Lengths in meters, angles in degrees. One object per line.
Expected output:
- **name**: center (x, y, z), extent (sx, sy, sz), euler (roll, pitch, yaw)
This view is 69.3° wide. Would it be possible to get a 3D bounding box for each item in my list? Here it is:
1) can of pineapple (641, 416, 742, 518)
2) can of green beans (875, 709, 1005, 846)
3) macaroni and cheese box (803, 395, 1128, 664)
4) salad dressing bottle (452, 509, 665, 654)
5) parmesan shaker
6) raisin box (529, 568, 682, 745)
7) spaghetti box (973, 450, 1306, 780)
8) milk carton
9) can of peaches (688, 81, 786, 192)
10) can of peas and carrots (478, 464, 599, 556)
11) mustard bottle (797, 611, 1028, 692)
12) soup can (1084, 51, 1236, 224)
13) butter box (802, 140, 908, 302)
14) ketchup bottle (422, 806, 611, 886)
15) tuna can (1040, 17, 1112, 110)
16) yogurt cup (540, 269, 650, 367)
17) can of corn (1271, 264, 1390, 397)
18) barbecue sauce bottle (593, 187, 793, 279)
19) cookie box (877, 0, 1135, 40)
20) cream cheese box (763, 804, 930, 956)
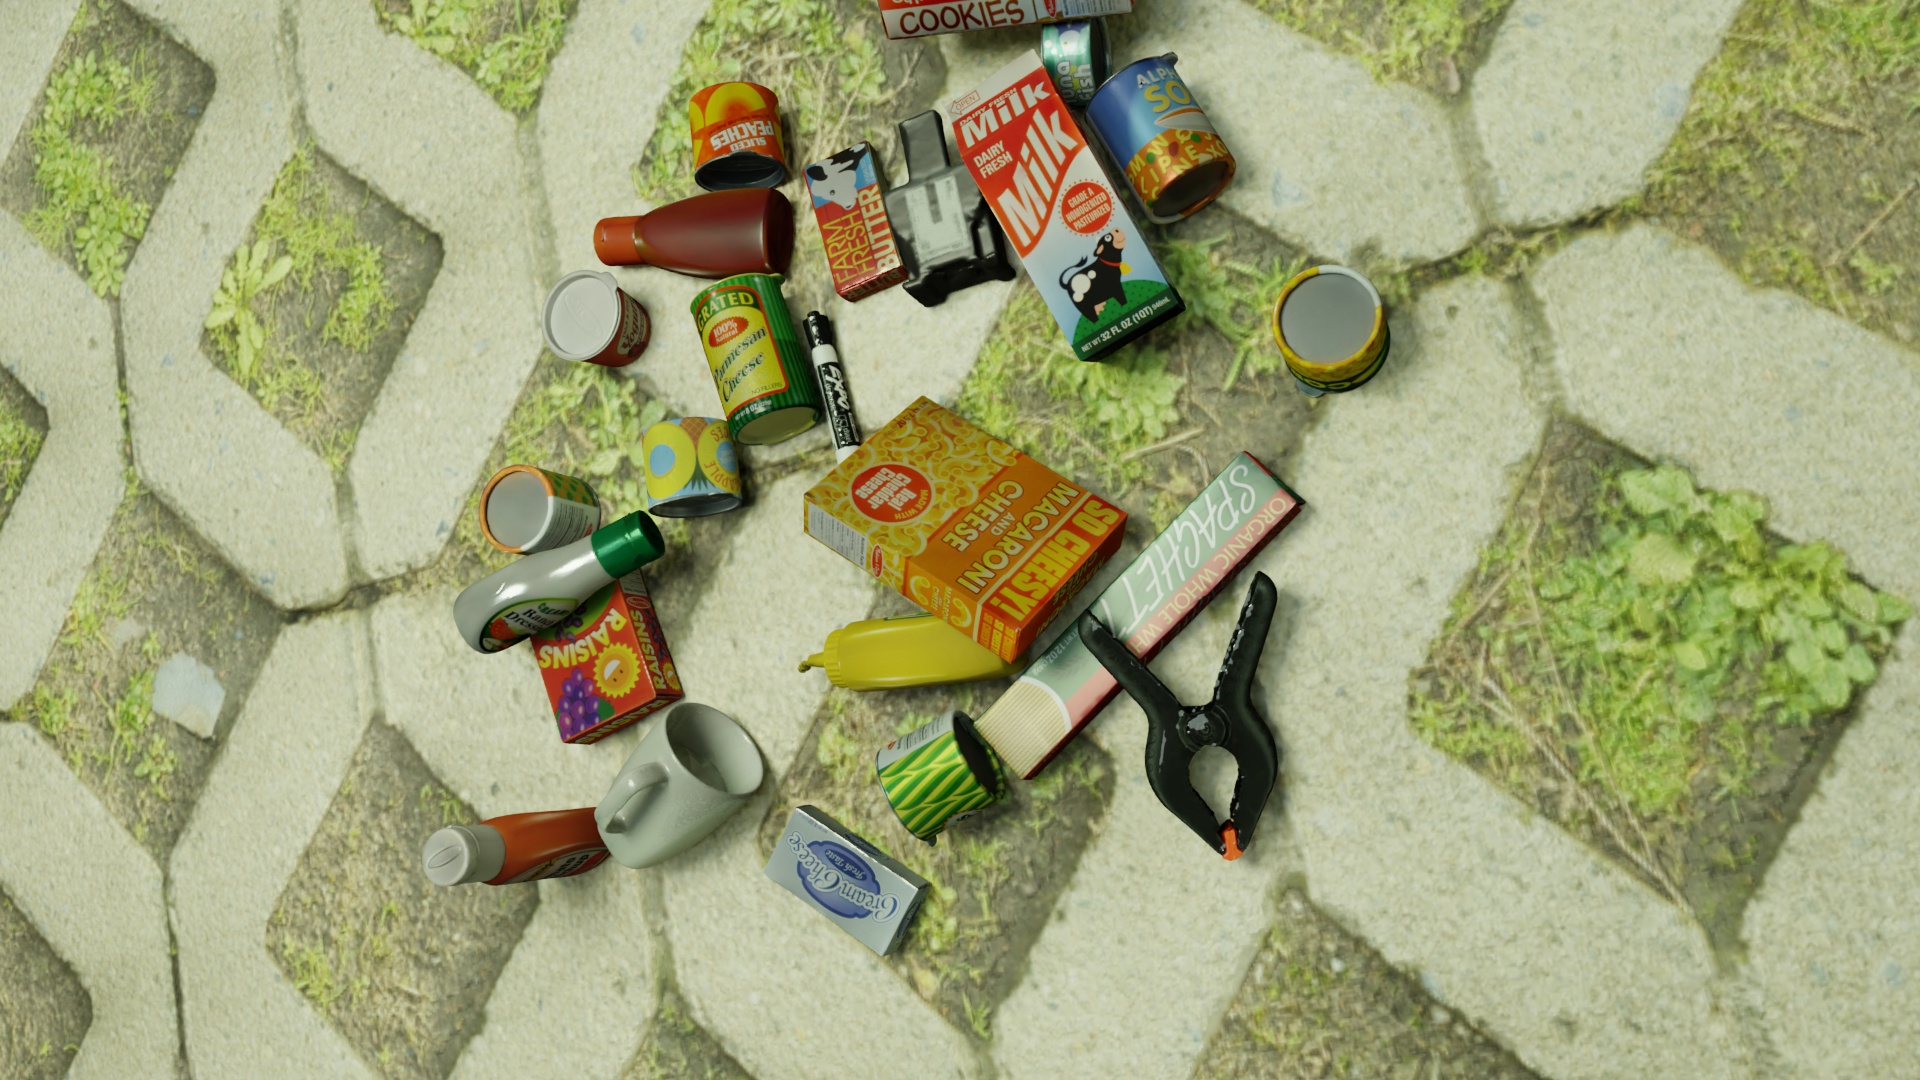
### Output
- **can of pineapple**: center (-0.188, -0.051, 0.979), extent (0.071, 0.071, 0.058), euler (-12, 79, 18)
- **can of green beans**: center (-0.012, 0.149, 0.888), extent (0.057, 0.071, 0.071), euler (-30, 74, 14)
- **macaroni and cheese box**: center (0.003, -0.011, 0.884), extent (0.167, 0.040, 0.124), euler (32, 53, 20)
- **salad dressing bottle**: center (-0.277, 0.027, 0.964), extent (0.147, 0.064, 0.044), euler (-28, 64, 6)
- **parmesan shaker**: center (-0.140, -0.127, 0.972), extent (0.071, 0.071, 0.103), euler (-24, 76, 16)
- **raisin box**: center (-0.262, 0.074, 1.004), extent (0.086, 0.040, 0.123), euler (-27, 73, 14)
- **spaghetti box**: center (0.111, 0.048, 0.877), extent (0.249, 0.028, 0.050), euler (-46, 72, 9)
- **milk carton**: center (0.064, -0.212, 0.883), extent (0.072, 0.073, 0.190), euler (-29, 89, 15)
- **can of peaches**: center (-0.160, -0.290, 0.999), extent (0.071, 0.071, 0.058), euler (-11, 79, 19)
- **can of peas and carrots**: center (-0.312, -0.021, 1.024), extent (0.071, 0.058, 0.071), euler (-3, 82, 19)
- **mustard bottle**: center (-0.038, 0.073, 0.910), extent (0.160, 0.065, 0.049), euler (-8, 83, 21)
- **soup can**: center (0.130, -0.258, 0.890), extent (0.071, 0.071, 0.084), euler (-32, 74, 13)
- **butter box**: center (-0.073, -0.226, 0.983), extent (0.053, 0.024, 0.103), euler (-19, 77, 16)
- **ketchup bottle**: center (-0.299, 0.208, 0.940), extent (0.064, 0.149, 0.043), euler (-31, 73, 14)
- **tuna can**: center (0.077, -0.318, 0.917), extent (0.033, 0.071, 0.071), euler (0, 83, 20)
- **yogurt cup**: center (-0.267, -0.161, 1.029), extent (0.072, 0.054, 0.072), euler (-3, 82, 20)
- **can of corn**: center (0.224, -0.126, 0.844), extent (0.071, 0.058, 0.071), euler (-3, 82, 20)
- **barbecue sauce bottle**: center (-0.198, -0.222, 1.018), extent (0.148, 0.043, 0.065), euler (2, 83, 21)
- **cookie box**: center (0.040, -0.383, 0.921), extent (0.167, 0.040, 0.123), euler (1, 44, 20)
- **cream cheese box**: center (-0.076, 0.225, 0.924), extent (0.104, 0.024, 0.053), euler (28, 94, 21)
